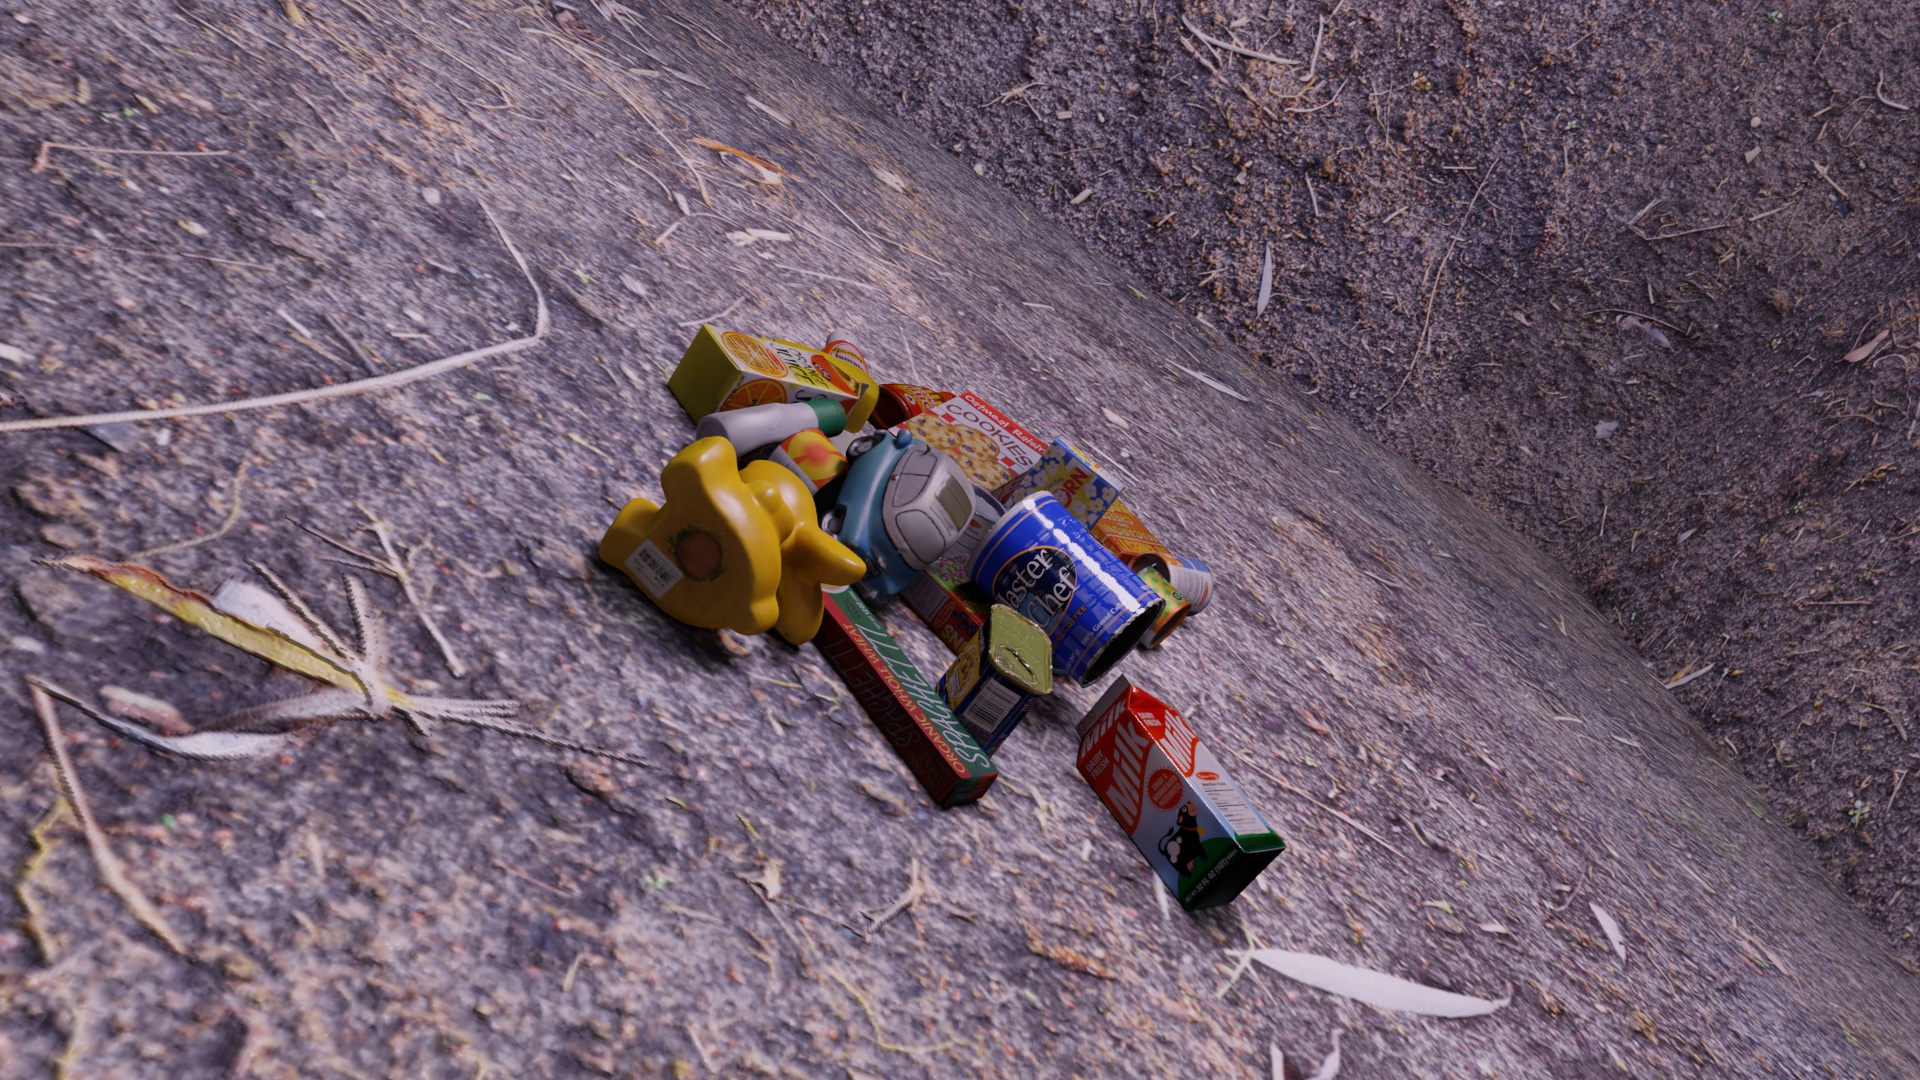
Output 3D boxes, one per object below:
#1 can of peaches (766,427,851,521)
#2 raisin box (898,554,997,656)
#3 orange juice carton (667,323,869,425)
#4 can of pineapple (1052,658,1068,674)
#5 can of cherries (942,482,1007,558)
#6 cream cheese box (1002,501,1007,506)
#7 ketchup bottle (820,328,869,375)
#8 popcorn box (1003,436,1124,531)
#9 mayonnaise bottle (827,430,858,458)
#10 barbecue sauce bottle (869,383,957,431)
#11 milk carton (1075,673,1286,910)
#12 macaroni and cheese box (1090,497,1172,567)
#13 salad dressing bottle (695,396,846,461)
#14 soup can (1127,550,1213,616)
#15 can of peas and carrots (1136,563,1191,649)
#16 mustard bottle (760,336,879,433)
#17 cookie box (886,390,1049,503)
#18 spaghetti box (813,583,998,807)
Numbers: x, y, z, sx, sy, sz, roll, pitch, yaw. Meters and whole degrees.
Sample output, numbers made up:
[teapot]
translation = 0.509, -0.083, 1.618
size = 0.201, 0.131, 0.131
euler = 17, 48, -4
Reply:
[can of peaches]
translation = -0.126, -0.056, 1.203
size = 0.058, 0.071, 0.071
euler = 47, 23, 22
[raisin box]
translation = 0.016, 0.068, 1.208
size = 0.123, 0.040, 0.086
euler = 45, 22, 19
[orange juice carton]
translation = -0.168, -0.136, 1.300
size = 0.193, 0.071, 0.073
euler = 8, 36, -50
[can of pineapple]
translation = 0.091, 0.080, 1.265
size = 0.071, 0.070, 0.058
euler = 26, 24, -25
[can of cherries]
translation = 0.005, -0.017, 1.338
size = 0.071, 0.058, 0.072
euler = 30, 22, -14
[cream cheese box]
translation = 0.012, -0.073, 1.509
size = 0.053, 0.024, 0.104
euler = 9, 34, -47
[ketchup bottle]
translation = -0.129, -0.186, 1.500
size = 0.065, 0.043, 0.149
euler = 27, 23, -18
[popcorn box]
translation = 0.095, -0.031, 1.412
size = 0.085, 0.126, 0.038
euler = 39, 18, 5
[mayonnaise bottle]
translation = -0.098, -0.046, 1.266
size = 0.065, 0.041, 0.149
euler = 13, 33, -37
[barbecue sauce bottle]
translation = -0.047, -0.145, 1.539
size = 0.065, 0.043, 0.149
euler = 51, 24, 11
[milk carton]
translation = 0.166, 0.199, 1.126
size = 0.073, 0.072, 0.191
euler = 10, 35, -49
[macaroni and cheese box]
translation = 0.160, -0.021, 1.606
size = 0.124, 0.040, 0.167
euler = 9, 34, -50
[salad dressing bottle]
translation = -0.163, -0.099, 1.219
size = 0.148, 0.064, 0.044
euler = -18, 93, -49
[soup can]
translation = 0.228, 0.048, 1.539
size = 0.084, 0.071, 0.071
euler = 11, 33, -48
[can of peas and carrots]
translation = 0.199, 0.068, 1.442
size = 0.059, 0.070, 0.071
euler = 46, 23, 20
[mustard bottle]
translation = -0.161, -0.165, 1.383
size = 0.160, 0.065, 0.049
euler = 26, 27, -15
[cookie box]
translation = 0.009, -0.090, 1.460
size = 0.123, 0.040, 0.168
euler = 37, 34, 15
[spaghetti box]
translation = -0.064, 0.096, 1.045
size = 0.050, 0.028, 0.251
euler = 4, 39, -53
